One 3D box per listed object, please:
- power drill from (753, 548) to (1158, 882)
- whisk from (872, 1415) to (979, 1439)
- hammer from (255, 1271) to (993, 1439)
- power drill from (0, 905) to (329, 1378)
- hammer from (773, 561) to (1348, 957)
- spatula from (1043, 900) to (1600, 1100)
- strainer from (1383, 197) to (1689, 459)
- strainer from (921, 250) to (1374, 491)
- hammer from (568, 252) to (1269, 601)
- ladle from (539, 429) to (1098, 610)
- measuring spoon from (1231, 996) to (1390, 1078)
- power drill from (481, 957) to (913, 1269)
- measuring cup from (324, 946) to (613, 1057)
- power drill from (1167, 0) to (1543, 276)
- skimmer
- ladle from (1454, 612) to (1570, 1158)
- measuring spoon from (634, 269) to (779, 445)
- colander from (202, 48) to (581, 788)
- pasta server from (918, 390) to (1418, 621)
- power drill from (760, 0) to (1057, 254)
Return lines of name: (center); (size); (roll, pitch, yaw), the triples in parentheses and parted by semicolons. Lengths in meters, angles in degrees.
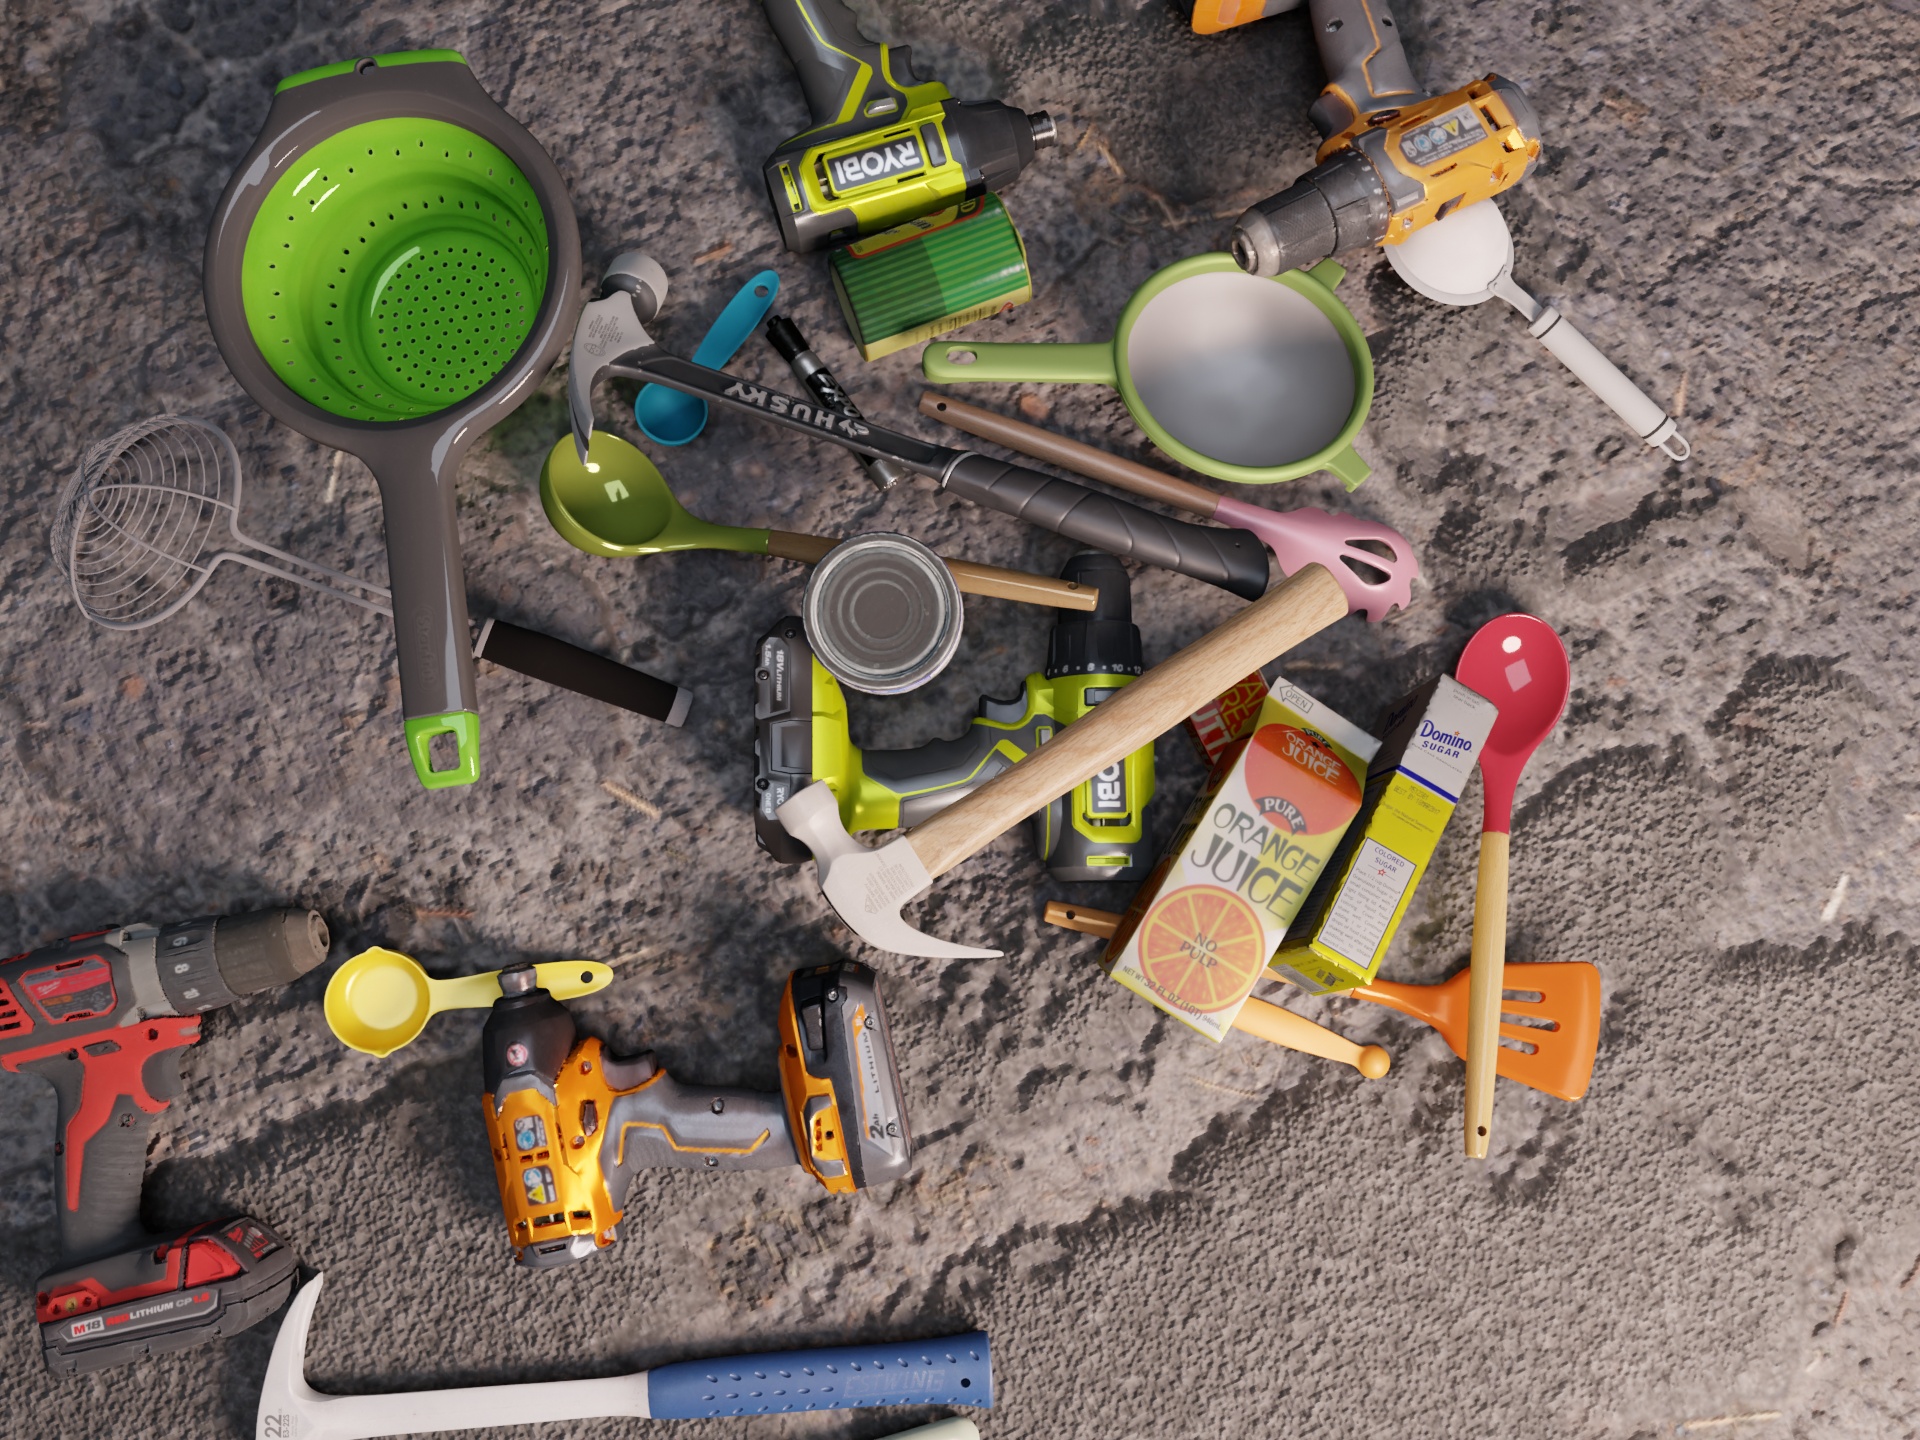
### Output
power drill: (-0.001, -0.003, 0.905); (0.228, 0.080, 0.190); (0, 82, -6)
whisk: (-0.108, 0.433, 0.887); (0.246, 0.059, 0.057); (-13, 110, -9)
hammer: (-0.185, 0.372, 0.890); (0.405, 0.035, 0.144); (-3, 87, -4)
power drill: (-0.425, 0.217, 0.867); (0.188, 0.080, 0.227); (-14, 85, -5)
hammer: (0.073, 0.014, 0.859); (0.331, 0.031, 0.130); (-32, 89, -11)
spatula: (0.207, 0.146, 0.925); (0.322, 0.041, 0.081); (13, 77, -1)
strainer: (0.348, -0.248, 0.959); (0.258, 0.050, 0.087); (42, 71, -4)
strainer: (0.104, -0.191, 0.918); (0.256, 0.069, 0.152); (0, 69, -4)
hammer: (-0.019, -0.144, 0.885); (0.409, 0.036, 0.149); (18, 48, -6)
ladle: (-0.081, -0.104, 0.883); (0.320, 0.062, 0.078); (11, 48, 9)
measuring spoon: (0.200, 0.185, 0.937); (0.117, 0.011, 0.021); (21, 86, -2)
power drill: (-0.151, 0.198, 0.879); (0.226, 0.084, 0.164); (-12, 91, -1)
measuring cup: (-0.279, 0.153, 0.908); (0.156, 0.029, 0.062); (-4, 89, -16)
power drill: (0.201, -0.372, 0.919); (0.185, 0.084, 0.226); (-27, 80, -7)
skimmer: (-0.331, -0.067, 0.911); (0.363, 0.090, 0.127); (20, 81, -12)
ladle: (0.309, 0.091, 0.919); (0.069, 0.031, 0.315); (9, 76, -1)
measuring spoon: (-0.145, -0.213, 0.940); (0.042, 0.021, 0.129); (33, 76, 0)
colander: (-0.288, -0.158, 0.874); (0.204, 0.094, 0.397); (-8, 83, 3)
pasta server: (0.125, -0.134, 0.946); (0.316, 0.040, 0.060); (20, 86, 2)
power drill: (-0.052, -0.402, 0.926); (0.171, 0.080, 0.223); (-18, 92, -4)
